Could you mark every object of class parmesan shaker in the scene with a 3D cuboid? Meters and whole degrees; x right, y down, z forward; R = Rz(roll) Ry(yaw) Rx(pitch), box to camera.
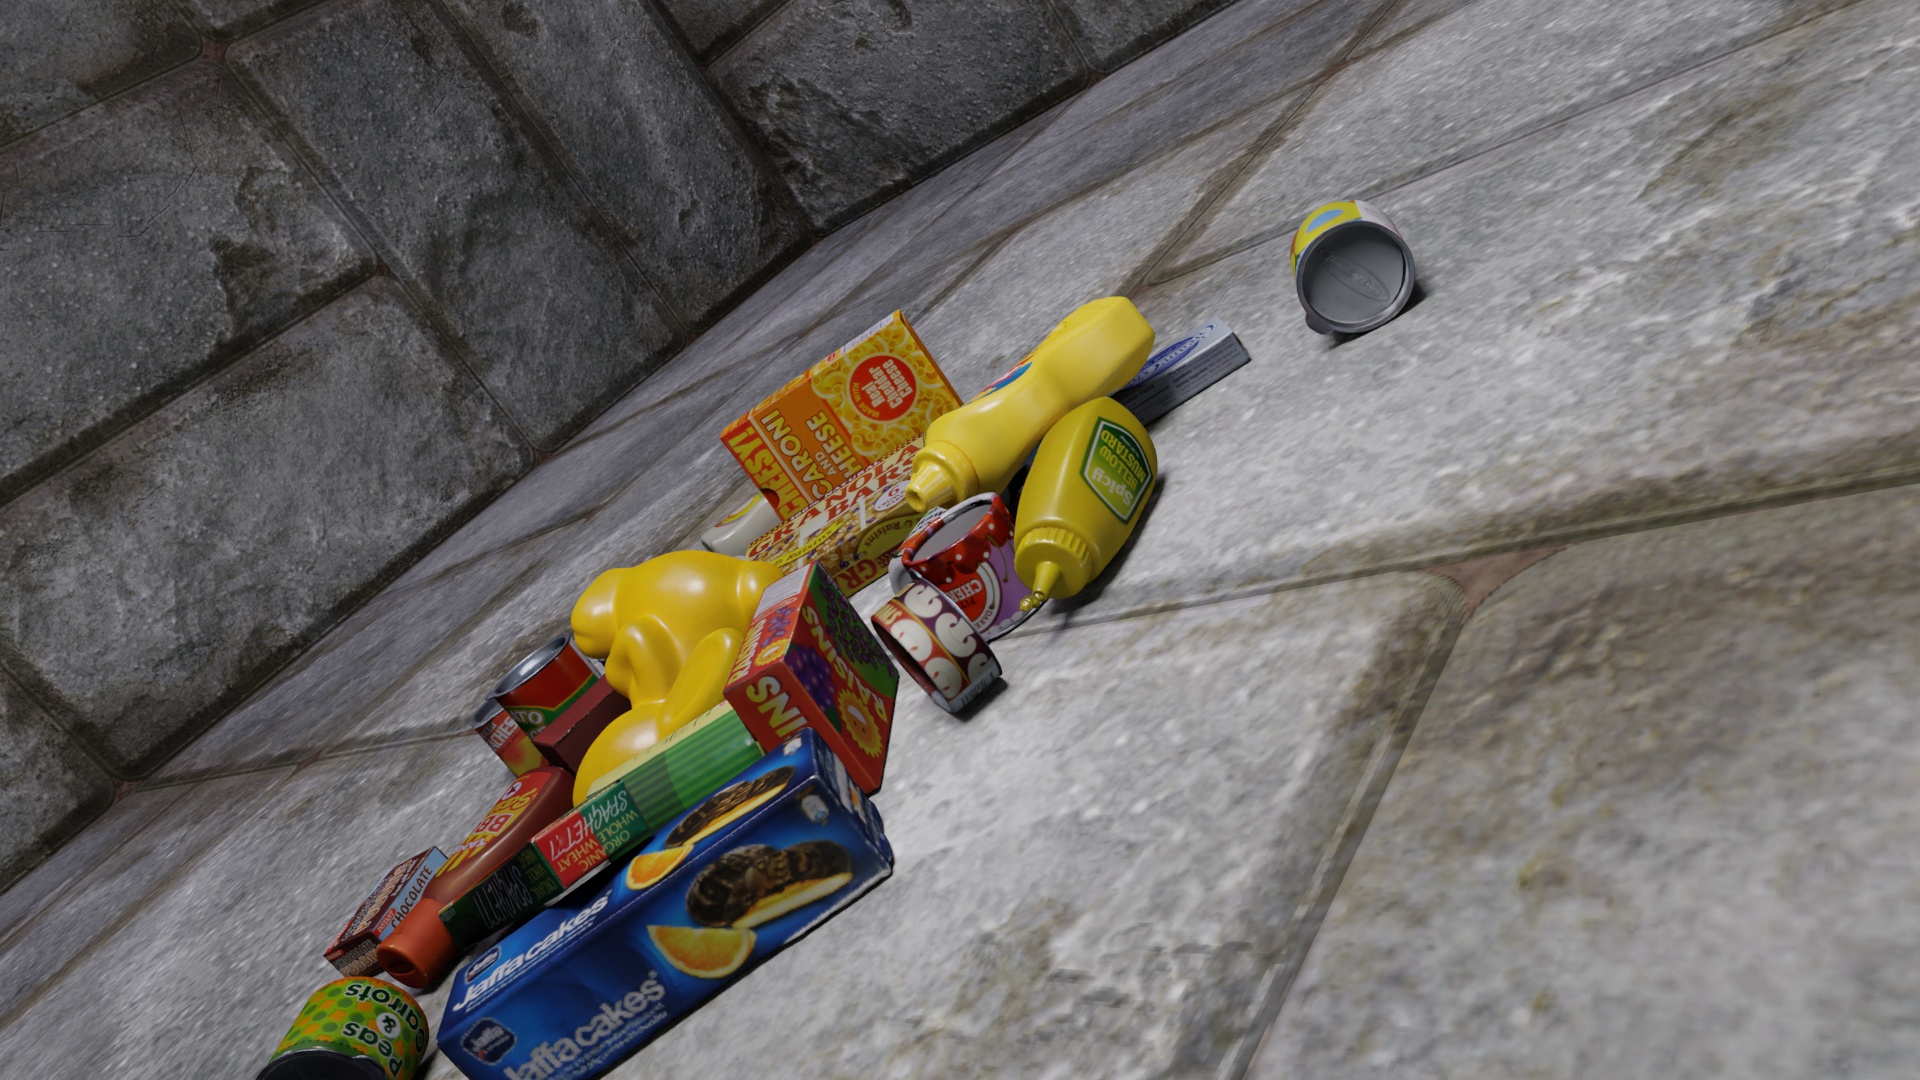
[{"bbox_3d":[-0.132,0.128,0.724,0.103,0.071,0.071,-32,18,11],"label":"parmesan shaker"}]

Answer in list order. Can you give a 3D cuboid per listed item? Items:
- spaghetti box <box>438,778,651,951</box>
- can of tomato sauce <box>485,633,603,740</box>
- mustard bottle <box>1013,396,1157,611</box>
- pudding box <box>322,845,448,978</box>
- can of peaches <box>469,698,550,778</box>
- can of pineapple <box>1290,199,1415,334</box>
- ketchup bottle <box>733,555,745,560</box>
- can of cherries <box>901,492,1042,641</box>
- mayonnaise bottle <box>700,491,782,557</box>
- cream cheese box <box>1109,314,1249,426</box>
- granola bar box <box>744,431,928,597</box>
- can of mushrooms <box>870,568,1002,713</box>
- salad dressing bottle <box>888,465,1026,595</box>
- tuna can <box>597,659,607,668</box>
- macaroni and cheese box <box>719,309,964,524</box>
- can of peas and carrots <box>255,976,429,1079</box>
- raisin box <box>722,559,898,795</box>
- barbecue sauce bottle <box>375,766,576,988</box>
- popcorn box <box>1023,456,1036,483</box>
[{"bbox_3d":[-0.219,0.171,0.711,0.050,0.028,0.249,-34,-1,-36],"label":"spaghetti box"},{"bbox_3d":[-0.278,0.119,0.976,0.071,0.083,0.071,-32,18,11],"label":"can of tomato sauce"},{"bbox_3d":[0.062,-0.013,0.745,0.048,0.065,0.161,-32,21,39],"label":"mustard bottle"},{"bbox_3d":[-0.370,0.244,0.909,0.049,0.030,0.084,-29,18,22],"label":"pudding box"},{"bbox_3d":[-0.330,0.141,1.057,0.071,0.058,0.071,-31,18,12],"label":"can of peaches"},{"bbox_3d":[0.228,-0.161,0.818,0.071,0.071,0.058,-28,18,20],"label":"can of pineapple"},{"bbox_3d":[-0.184,0.061,1.024,0.064,0.043,0.149,-26,19,25],"label":"ketchup bottle"},{"bbox_3d":[0.008,0.016,0.766,0.071,0.058,0.072,-31,17,11],"label":"can of cherries"},{"bbox_3d":[-0.158,-0.032,1.222,0.148,0.041,0.065,-40,16,-13],"label":"mayonnaise bottle"},{"bbox_3d":[0.135,-0.106,0.911,0.104,0.024,0.053,-33,19,8],"label":"cream cheese box"},{"bbox_3d":[-0.083,-0.004,1.006,0.165,0.039,0.124,-32,21,9],"label":"granola bar box"},{"bbox_3d":[-0.014,0.051,0.697,0.033,0.071,0.071,-40,18,-11],"label":"can of mushrooms"},{"bbox_3d":[0.003,-0.011,0.871,0.064,0.044,0.148,-21,22,32],"label":"salad dressing bottle"},{"bbox_3d":[-0.247,0.085,1.093,0.071,0.032,0.071,-31,18,11],"label":"tuna can"},{"bbox_3d":[-0.081,-0.079,1.070,0.166,0.123,0.040,-33,16,8],"label":"macaroni and cheese box"},{"bbox_3d":[-0.304,0.259,0.688,0.071,0.071,0.059,-32,17,8],"label":"can of peas and carrots"},{"bbox_3d":[-0.075,0.074,0.723,0.040,0.086,0.124,-29,18,13],"label":"raisin box"},{"bbox_3d":[-0.292,0.204,0.849,0.064,0.043,0.149,-22,22,36],"label":"barbecue sauce bottle"},{"bbox_3d":[0.051,-0.086,0.987,0.085,0.038,0.127,-14,27,46],"label":"popcorn box"}]
